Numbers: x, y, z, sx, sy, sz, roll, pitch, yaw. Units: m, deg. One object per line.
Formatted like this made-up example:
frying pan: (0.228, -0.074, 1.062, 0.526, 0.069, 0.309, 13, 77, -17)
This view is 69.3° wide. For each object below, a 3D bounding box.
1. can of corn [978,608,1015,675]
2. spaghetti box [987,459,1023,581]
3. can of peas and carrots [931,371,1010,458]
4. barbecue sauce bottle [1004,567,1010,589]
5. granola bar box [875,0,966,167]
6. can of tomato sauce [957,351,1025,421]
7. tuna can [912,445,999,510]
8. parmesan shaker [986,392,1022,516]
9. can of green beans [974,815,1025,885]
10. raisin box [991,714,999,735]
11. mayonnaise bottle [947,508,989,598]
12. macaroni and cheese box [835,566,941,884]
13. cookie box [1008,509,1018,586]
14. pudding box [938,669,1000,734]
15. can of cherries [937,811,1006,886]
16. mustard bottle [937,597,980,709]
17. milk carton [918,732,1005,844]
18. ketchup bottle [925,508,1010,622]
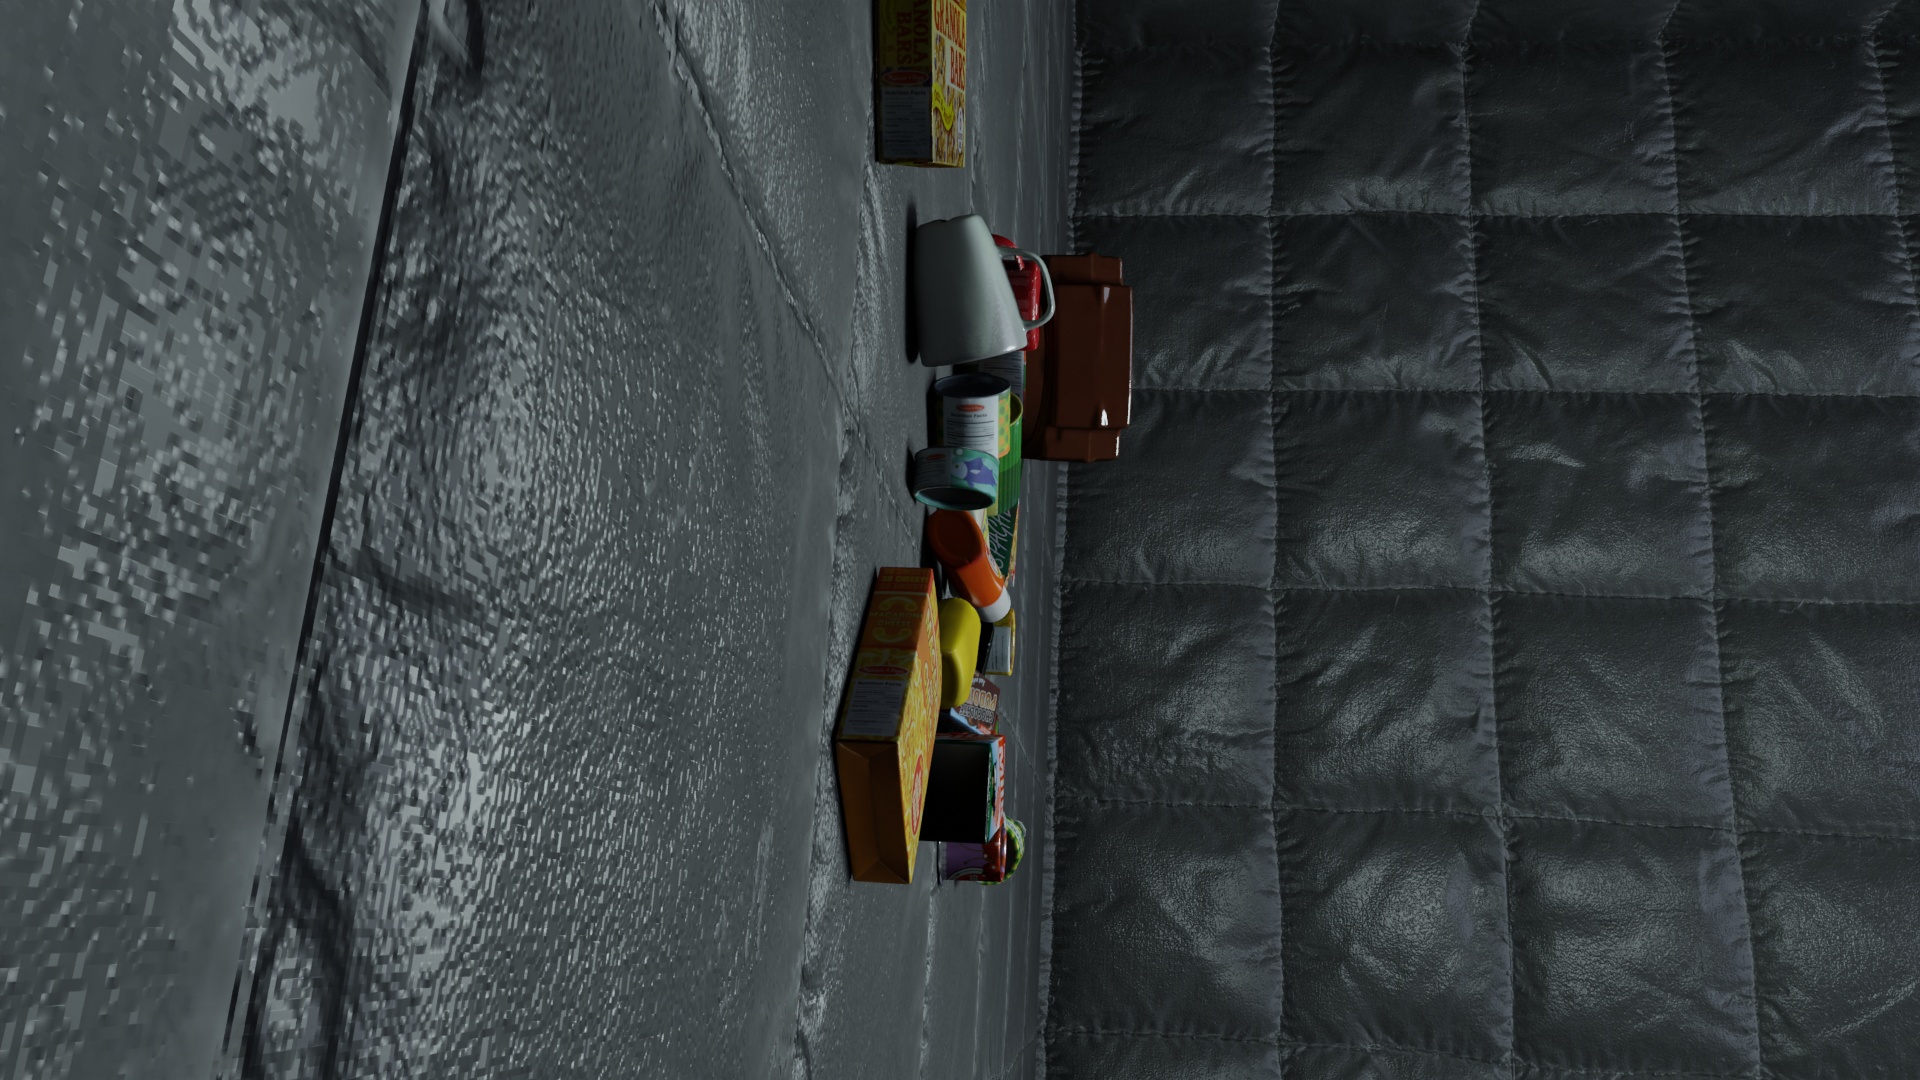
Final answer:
can of corn: (0.022, 0.096, 1.349, 0.071, 0.058, 0.071, -1, 93, -83)
spaghetti box: (0.033, -0.049, 1.415, 0.028, 0.050, 0.251, 113, -9, -45)
can of peas and carrots: (0.010, -0.104, 1.171, 0.071, 0.071, 0.058, -74, 165, -66)
barbecue sauce bottle: (0.029, 0.038, 1.460, 0.148, 0.044, 0.065, -23, 113, -83)
granola bar box: (-0.025, -0.319, 0.948, 0.166, 0.039, 0.124, -63, 154, -75)
can of tomato sauce: (0.029, -0.157, 1.336, 0.071, 0.071, 0.083, -13, 104, -83)
tuna can: (-0.002, -0.047, 1.071, 0.071, 0.071, 0.033, 69, 25, -73)
parmesan shaker: (0.021, -0.082, 1.279, 0.072, 0.071, 0.102, -82, 173, -47)
can of green beans: (0.031, 0.319, 1.441, 0.058, 0.071, 0.071, 27, 65, -82)
raisin box: (0.016, 0.240, 1.416, 0.124, 0.040, 0.085, -64, 156, -73)
mayonnaise bottle: (0.004, -0.016, 1.250, 0.147, 0.041, 0.065, 85, 10, -46)
macaroni and cheese box: (-0.042, 0.115, 0.891, 0.167, 0.040, 0.123, -79, 169, -53)
cookie box: (0.041, -0.041, 1.559, 0.166, 0.040, 0.123, 80, 13, -58)
pudding box: (0.001, 0.135, 1.175, 0.083, 0.030, 0.050, 45, 54, -55)
can of cherries: (0.012, 0.288, 1.300, 0.071, 0.058, 0.071, -2, 93, -84)
mustard bottle: (-0.011, 0.081, 1.113, 0.161, 0.049, 0.065, -70, 158, -73)
milk carton: (-0.005, 0.187, 1.073, 0.190, 0.073, 0.072, 46, 46, -81)
ketchup bottle: (0.011, 0.027, 1.195, 0.065, 0.043, 0.148, 61, -1, 29)
